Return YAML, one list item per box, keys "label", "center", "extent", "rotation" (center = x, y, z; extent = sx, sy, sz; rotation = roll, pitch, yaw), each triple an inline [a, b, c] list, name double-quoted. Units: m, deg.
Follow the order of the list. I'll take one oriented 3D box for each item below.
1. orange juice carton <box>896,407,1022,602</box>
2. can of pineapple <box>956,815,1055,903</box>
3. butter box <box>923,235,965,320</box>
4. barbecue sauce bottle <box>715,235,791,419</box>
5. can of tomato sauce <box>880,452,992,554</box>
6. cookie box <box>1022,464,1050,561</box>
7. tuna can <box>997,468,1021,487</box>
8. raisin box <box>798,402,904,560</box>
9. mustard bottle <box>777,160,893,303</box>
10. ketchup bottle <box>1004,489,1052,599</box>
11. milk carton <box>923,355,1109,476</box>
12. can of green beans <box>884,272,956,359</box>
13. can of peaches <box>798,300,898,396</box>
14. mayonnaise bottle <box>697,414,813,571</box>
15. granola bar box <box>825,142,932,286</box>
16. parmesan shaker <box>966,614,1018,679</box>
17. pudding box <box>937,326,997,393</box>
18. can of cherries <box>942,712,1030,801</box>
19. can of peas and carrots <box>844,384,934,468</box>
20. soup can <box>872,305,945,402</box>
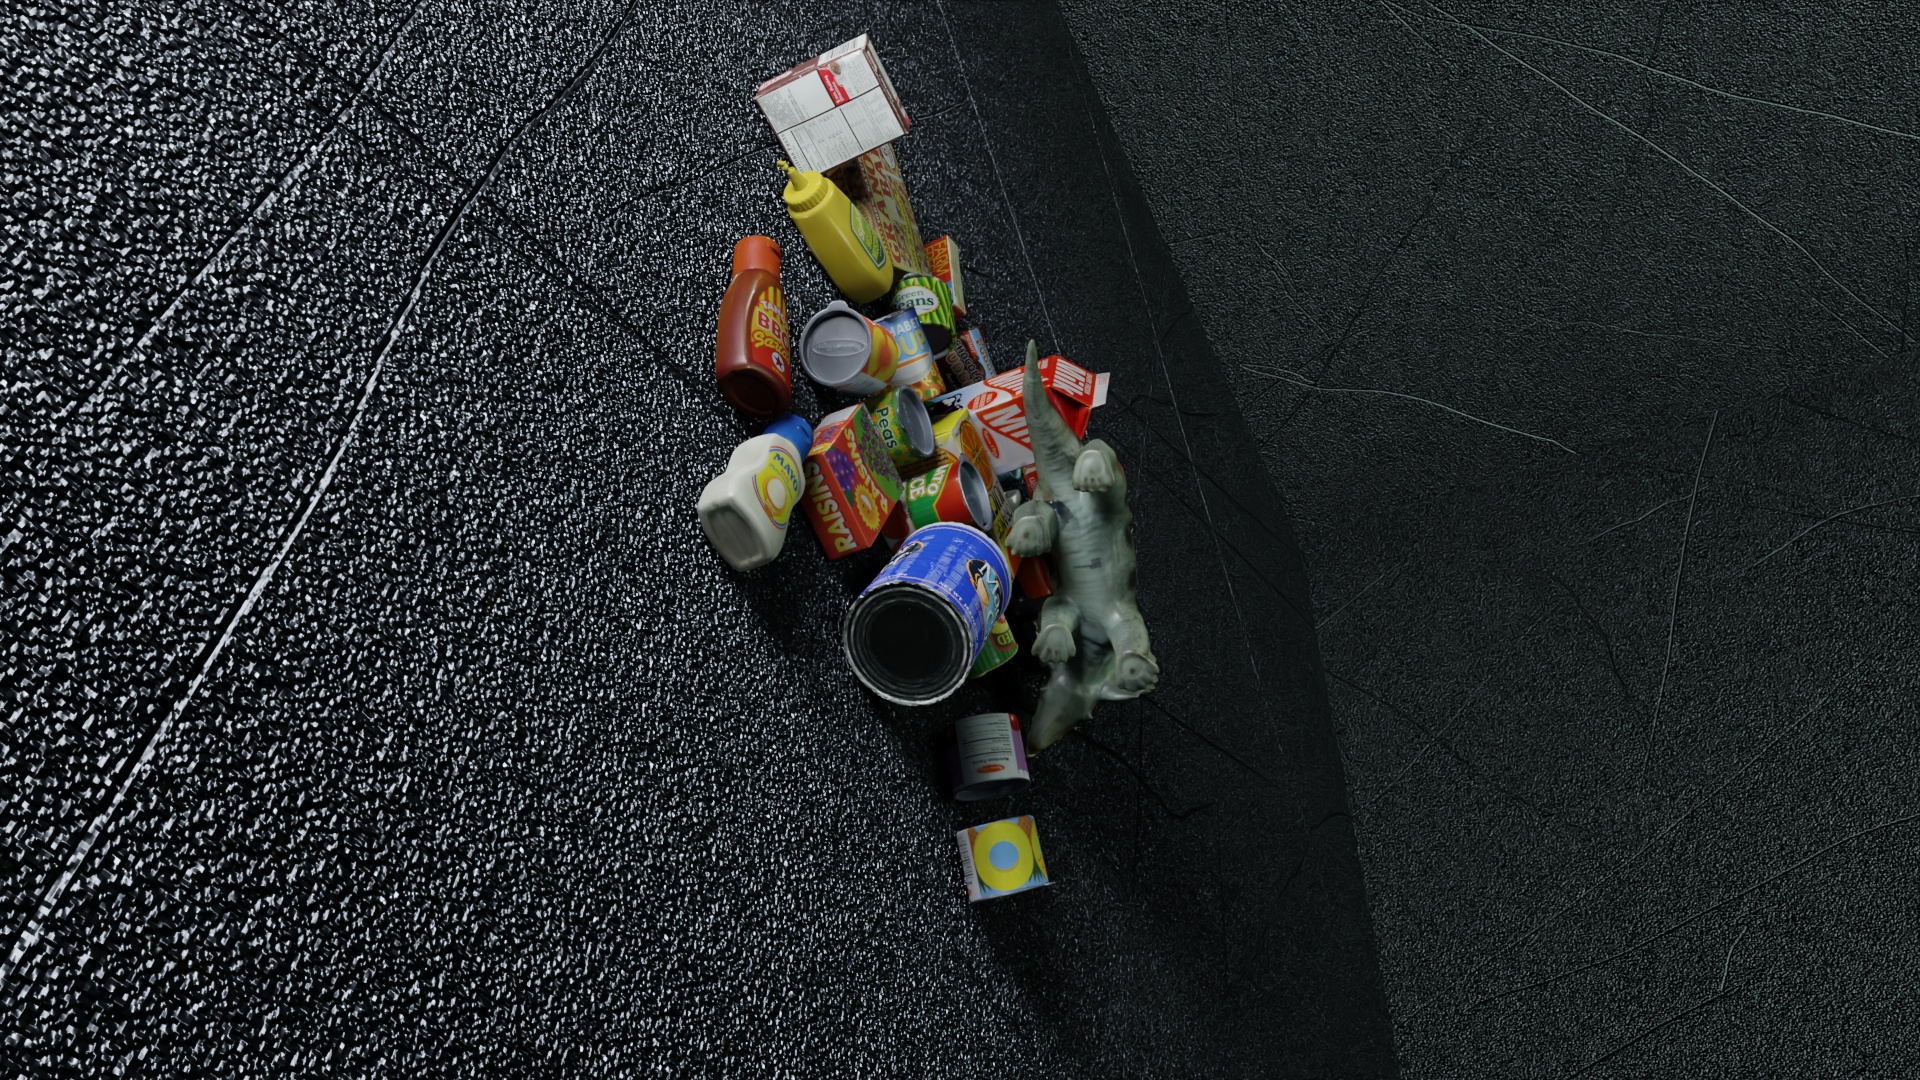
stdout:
- label: "orange juice carton"
  center: [0.005, -0.016, 1.286]
  extent: [0.192, 0.073, 0.072]
  rotation: [66, 20, -16]
- label: "can of pineapple"
  center: [0.036, 0.258, 1.127]
  extent: [0.071, 0.071, 0.058]
  rotation: [23, 51, -65]
- label: "butter box"
  center: [-0.026, -0.270, 1.464]
  extent: [0.024, 0.053, 0.104]
  rotation: [43, 33, -49]
- label: "barbecue sauce bottle"
  center: [-0.154, -0.165, 1.041]
  extent: [0.064, 0.043, 0.149]
  rotation: [47, 31, -48]
- label: "can of tomato sauce"
  center: [-0.024, -0.029, 1.206]
  extent: [0.071, 0.083, 0.071]
  rotation: [54, 26, -41]
- label: "cookie box"
  center: [0.108, -0.021, 1.497]
  extent: [0.168, 0.040, 0.122]
  rotation: [-102, 168, -45]
- label: "tuna can"
  center: [0.038, -0.089, 1.501]
  extent: [0.071, 0.033, 0.071]
  rotation: [54, 25, -40]
- label: "raisin box"
  center: [-0.091, -0.049, 1.111]
  extent: [0.124, 0.040, 0.086]
  rotation: [-67, 135, -64]
- label: "mustard bottle"
  center: [-0.115, -0.281, 1.241]
  extent: [0.159, 0.049, 0.065]
  rotation: [49, 28, -48]
- label: "ketchup bottle"
  center: [0.073, 0.020, 1.482]
  extent: [0.065, 0.043, 0.148]
  rotation: [-64, 132, -70]
- label: "milk carton"
  center: [0.052, -0.115, 1.325]
  extent: [0.073, 0.190, 0.073]
  rotation: [-75, 143, -57]
- label: "can of green beans"
  center: [-0.039, -0.217, 1.362]
  extent: [0.071, 0.071, 0.058]
  rotation: [42, 35, -54]
- label: "can of peaches"
  center: [-0.092, -0.159, 1.164]
  extent: [0.058, 0.071, 0.071]
  rotation: [14, 60, -68]
- label: "mayonnaise bottle"
  center: [-0.138, -0.041, 0.975]
  extent: [0.064, 0.041, 0.149]
  rotation: [60, 23, -24]
- label: "granola bar box"
  center: [-0.088, -0.337, 1.380]
  extent: [0.124, 0.039, 0.165]
  rotation: [-6, 78, -71]
- label: "parmesan shaker"
  center: [0.001, 0.061, 1.214]
  extent: [0.103, 0.071, 0.071]
  rotation: [67, 20, -13]
- label: "pudding box"
  center: [0.009, -0.181, 1.482]
  extent: [0.083, 0.049, 0.030]
  rotation: [68, 21, -10]
- label: "can of cherries"
  center: [0.021, 0.182, 1.165]
  extent: [0.071, 0.071, 0.058]
  rotation: [34, 40, -60]
- label: "can of peas and carrots"
  center: [-0.063, -0.094, 1.196]
  extent: [0.070, 0.058, 0.071]
  rotation: [52, 27, -42]
- label: "soup can"
  center: [-0.057, -0.163, 1.260]
  extent: [0.083, 0.071, 0.071]
  rotation: [68, 20, -10]
